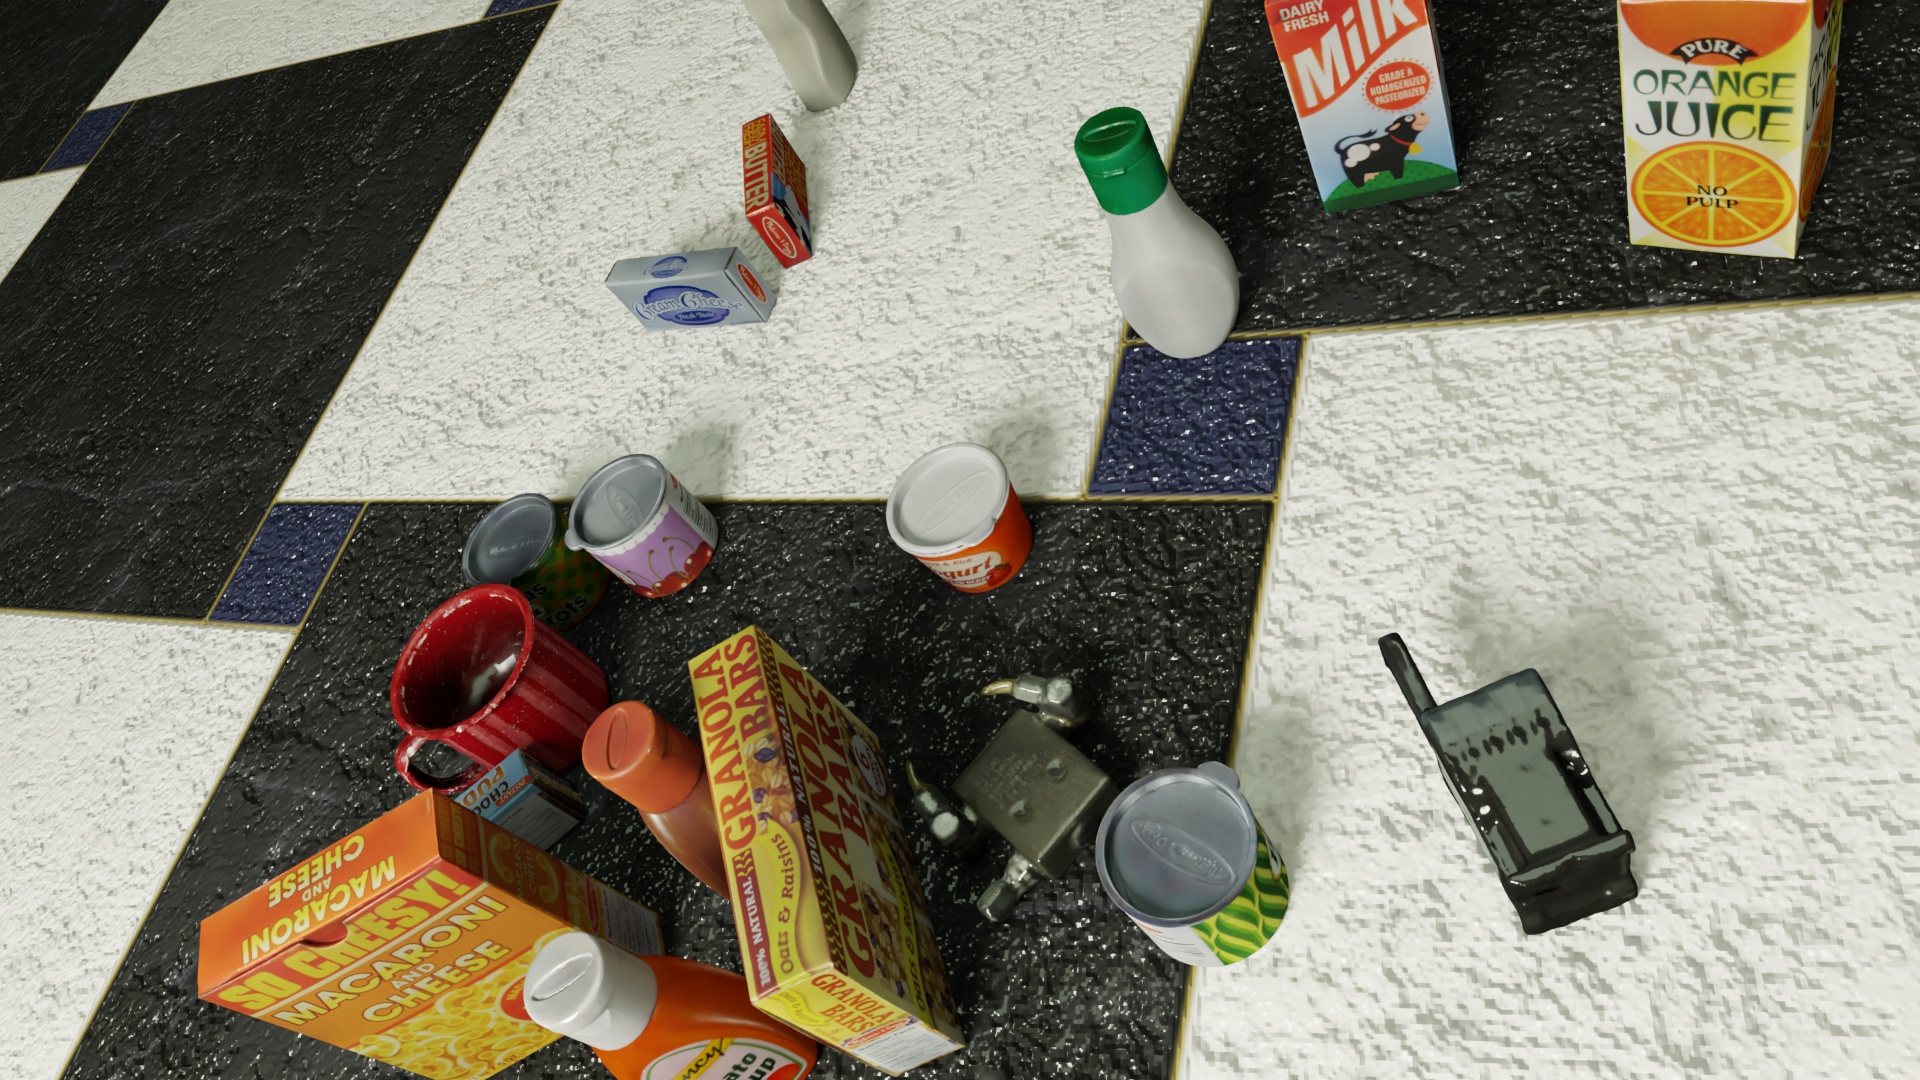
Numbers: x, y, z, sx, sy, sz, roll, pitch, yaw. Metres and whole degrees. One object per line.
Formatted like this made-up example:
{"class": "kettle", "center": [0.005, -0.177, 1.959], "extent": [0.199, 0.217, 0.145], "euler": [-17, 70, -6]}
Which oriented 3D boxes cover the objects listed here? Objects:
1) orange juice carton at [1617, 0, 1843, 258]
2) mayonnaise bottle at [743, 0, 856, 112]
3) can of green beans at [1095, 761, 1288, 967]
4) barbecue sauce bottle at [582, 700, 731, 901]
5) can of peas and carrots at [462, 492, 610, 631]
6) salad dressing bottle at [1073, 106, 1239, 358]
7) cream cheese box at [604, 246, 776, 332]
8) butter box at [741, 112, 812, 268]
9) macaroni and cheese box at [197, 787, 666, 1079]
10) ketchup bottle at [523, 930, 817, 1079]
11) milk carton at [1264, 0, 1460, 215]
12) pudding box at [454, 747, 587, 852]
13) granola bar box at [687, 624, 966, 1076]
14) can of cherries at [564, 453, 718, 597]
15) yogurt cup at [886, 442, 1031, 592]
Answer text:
{"class": "orange juice carton", "center": [0.332, -0.214, 0.598], "extent": [0.073, 0.192, 0.072], "euler": [15, 66, 35]}
{"class": "mayonnaise bottle", "center": [-0.124, -0.378, 0.982], "extent": [0.041, 0.147, 0.065], "euler": [-8, 55, 23]}
{"class": "can of green beans", "center": [0.096, 0.134, 0.569], "extent": [0.071, 0.057, 0.071], "euler": [-14, 53, 19]}
{"class": "barbecue sauce bottle", "center": [-0.113, 0.120, 0.629], "extent": [0.043, 0.148, 0.065], "euler": [-16, 52, 18]}
{"class": "can of peas and carrots", "center": [-0.254, 0.016, 0.835], "extent": [0.071, 0.058, 0.071], "euler": [-14, 53, 19]}
{"class": "salad dressing bottle", "center": [0.100, -0.154, 0.709], "extent": [0.064, 0.147, 0.044], "euler": [-9, 55, 22]}
{"class": "cream cheese box", "center": [-0.180, -0.166, 0.926], "extent": [0.104, 0.053, 0.024], "euler": [1, 59, 28]}
{"class": "butter box", "center": [-0.126, -0.239, 0.949], "extent": [0.024, 0.053, 0.104], "euler": [-20, 51, 15]}
{"class": "macaroni and cheese box", "center": [-0.232, 0.188, 0.632], "extent": [0.123, 0.166, 0.040], "euler": [-30, 49, 6]}
{"class": "ketchup bottle", "center": [-0.120, 0.201, 0.576], "extent": [0.065, 0.148, 0.044], "euler": [-35, 49, 2]}
{"class": "milk carton", "center": [0.200, -0.261, 0.701], "extent": [0.073, 0.190, 0.073], "euler": [-8, 55, 23]}
{"class": "pudding box", "center": [-0.249, 0.155, 0.741], "extent": [0.084, 0.049, 0.030], "euler": [-40, 49, -2]}
{"class": "granola bar box", "center": [-0.060, 0.136, 0.606], "extent": [0.039, 0.124, 0.166], "euler": [-28, 50, 9]}
{"class": "can of cherries", "center": [-0.187, -0.007, 0.816], "extent": [0.071, 0.058, 0.072], "euler": [-14, 53, 19]}
{"class": "yogurt cup", "center": [0.003, -0.009, 0.720], "extent": [0.072, 0.053, 0.073], "euler": [-14, 53, 19]}
